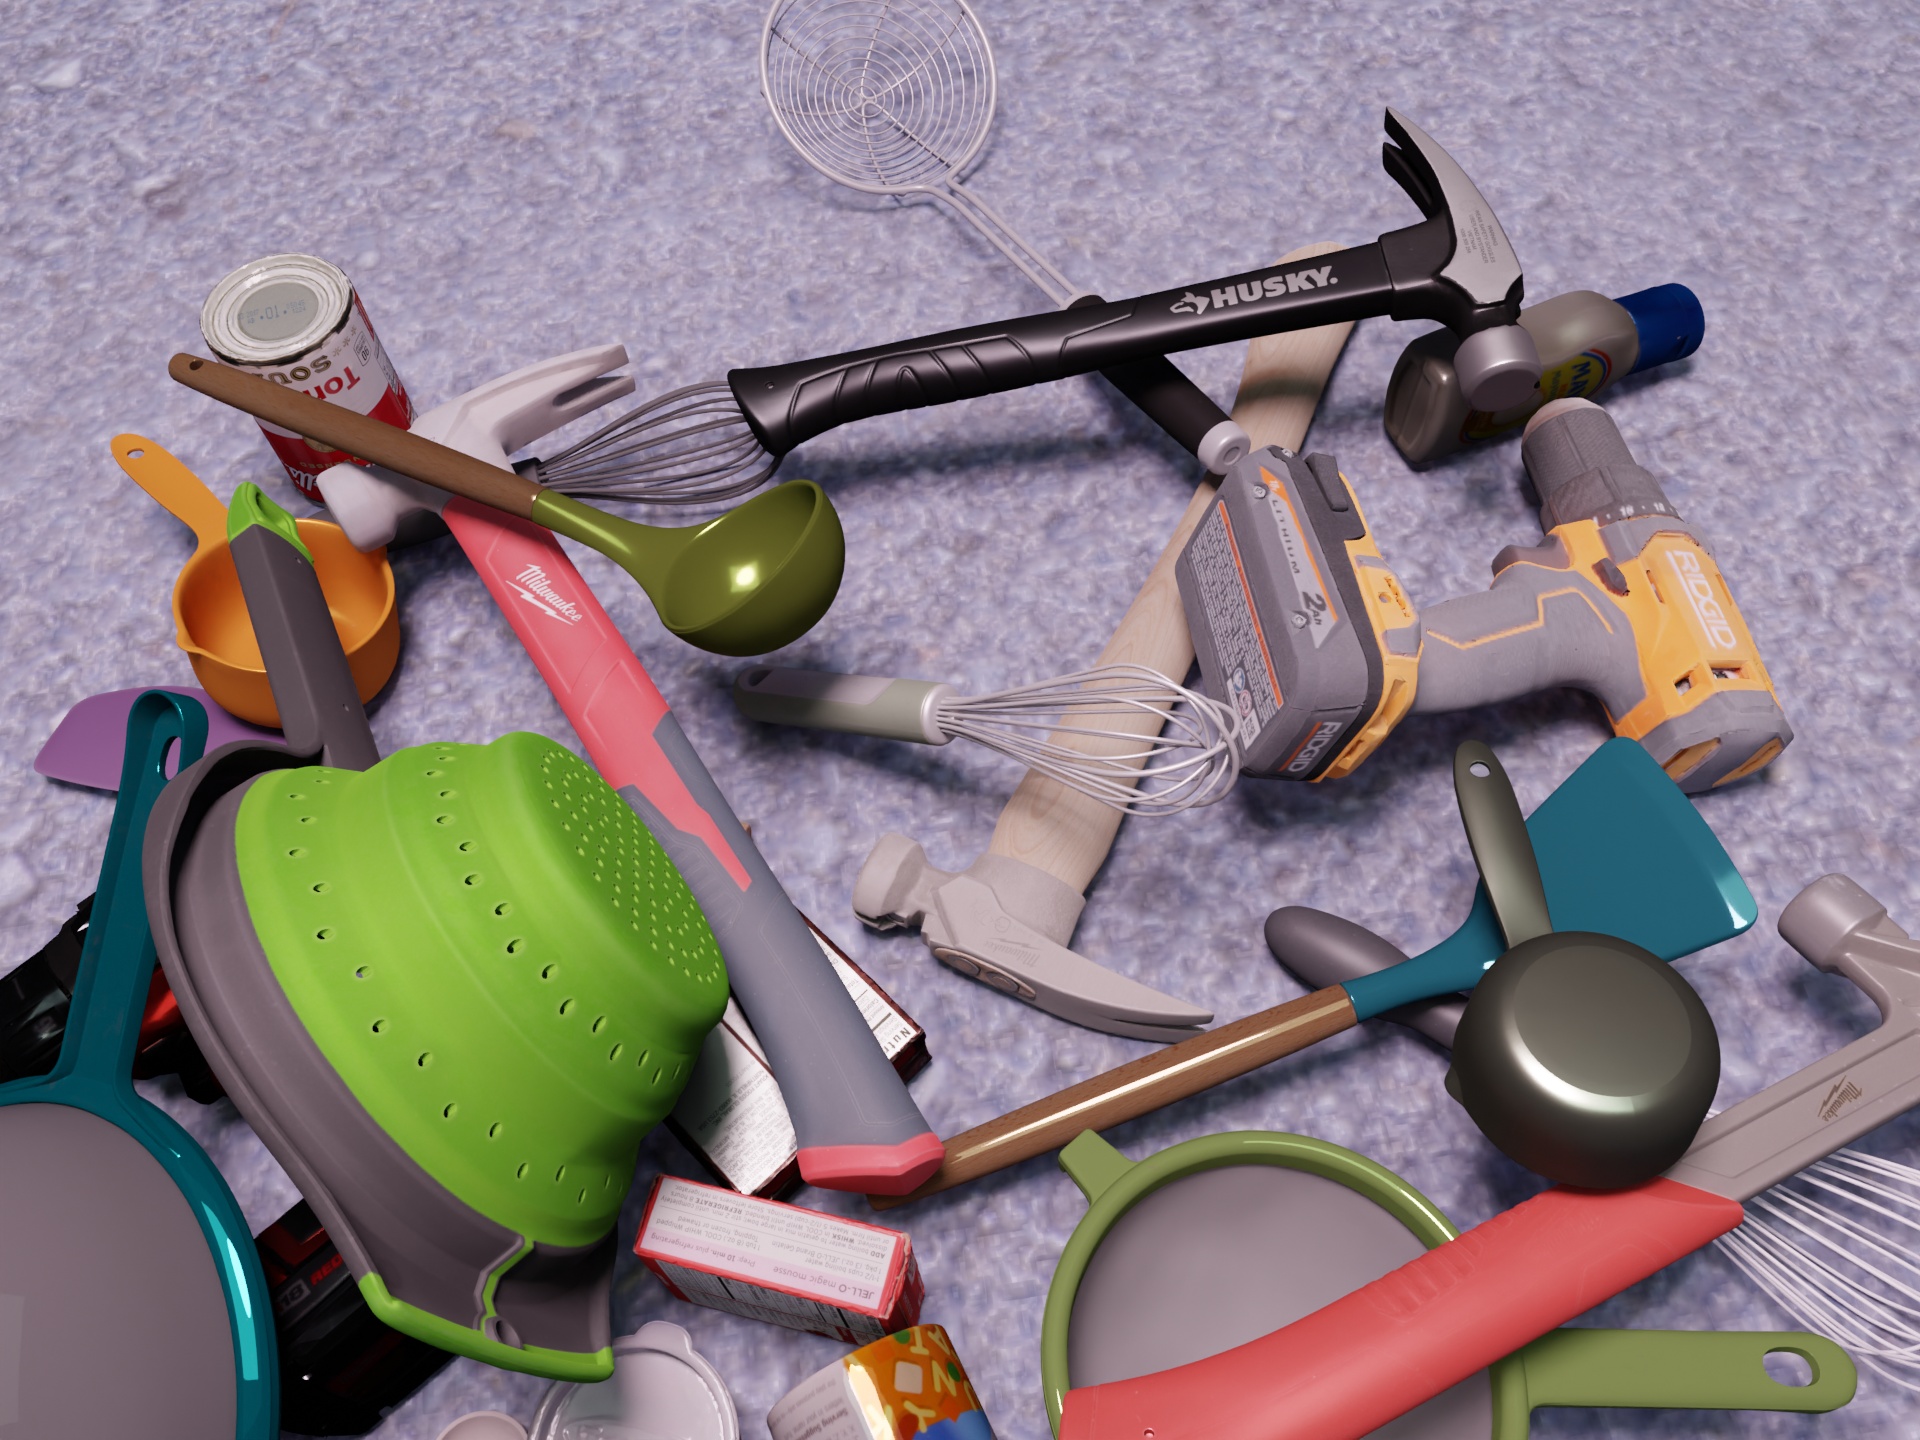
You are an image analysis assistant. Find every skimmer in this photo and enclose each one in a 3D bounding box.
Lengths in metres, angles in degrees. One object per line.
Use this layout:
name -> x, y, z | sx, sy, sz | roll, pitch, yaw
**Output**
skimmer -> 0.023, -0.251, 0.762 | 0.127, 0.090, 0.364 | -27, 55, -14

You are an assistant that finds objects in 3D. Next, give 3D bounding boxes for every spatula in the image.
spatula -> -0.241, 0.024, 0.675 | 0.316, 0.018, 0.060 | 9, 51, 9
spatula -> 0.112, 0.104, 0.560 | 0.317, 0.044, 0.082 | -22, 57, -2

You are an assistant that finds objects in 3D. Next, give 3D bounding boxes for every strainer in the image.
strainer -> -0.304, 0.152, 0.479 | 0.211, 0.095, 0.340 | 7, 83, 24
strainer -> 0.152, 0.217, 0.517 | 0.256, 0.069, 0.152 | 2, 53, -2

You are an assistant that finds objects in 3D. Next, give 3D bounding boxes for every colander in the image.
colander -> -0.175, 0.018, 0.541 | 0.094, 0.204, 0.398 | -36, 52, 1

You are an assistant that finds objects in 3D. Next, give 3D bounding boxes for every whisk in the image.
whisk -> 0.235, 0.138, 0.565 | 0.285, 0.070, 0.070 | 29, 65, 23
whisk -> -0.001, -0.002, 0.612 | 0.246, 0.059, 0.058 | 7, 41, 39
whisk -> -0.194, -0.109, 0.737 | 0.239, 0.055, 0.055 | -14, 60, 1

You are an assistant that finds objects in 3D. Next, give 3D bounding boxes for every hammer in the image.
hammer -> 0.193, 0.167, 0.482 | 0.359, 0.036, 0.149 | -21, 47, -16
hammer -> -0.109, 0.006, 0.617 | 0.143, 0.038, 0.387 | -31, 65, -14
hammer -> 0.110, -0.059, 0.695 | 0.146, 0.038, 0.411 | 22, 63, 13
hammer -> 0.062, -0.170, 0.683 | 0.335, 0.035, 0.146 | -10, 63, 8

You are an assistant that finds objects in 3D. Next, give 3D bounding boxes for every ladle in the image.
ladle -> -0.190, -0.101, 0.626 | 0.320, 0.062, 0.078 | 21, 60, 15

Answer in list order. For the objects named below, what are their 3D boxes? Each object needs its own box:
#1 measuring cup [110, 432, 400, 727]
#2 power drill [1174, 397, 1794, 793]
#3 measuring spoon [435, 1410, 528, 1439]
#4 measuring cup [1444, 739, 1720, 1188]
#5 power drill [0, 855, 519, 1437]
measuring cup -> -0.319, -0.063, 0.702 | 0.174, 0.052, 0.095 | 39, 54, 21
power drill -> 0.207, -0.060, 0.647 | 0.226, 0.084, 0.186 | 0, 58, -17
measuring spoon -> -0.171, 0.286, 0.508 | 0.034, 0.018, 0.124 | 13, 50, 3
measuring cup -> 0.190, 0.065, 0.517 | 0.083, 0.038, 0.168 | -6, 53, 1
power drill -> -0.268, 0.146, 0.575 | 0.188, 0.080, 0.227 | -39, 62, -18
